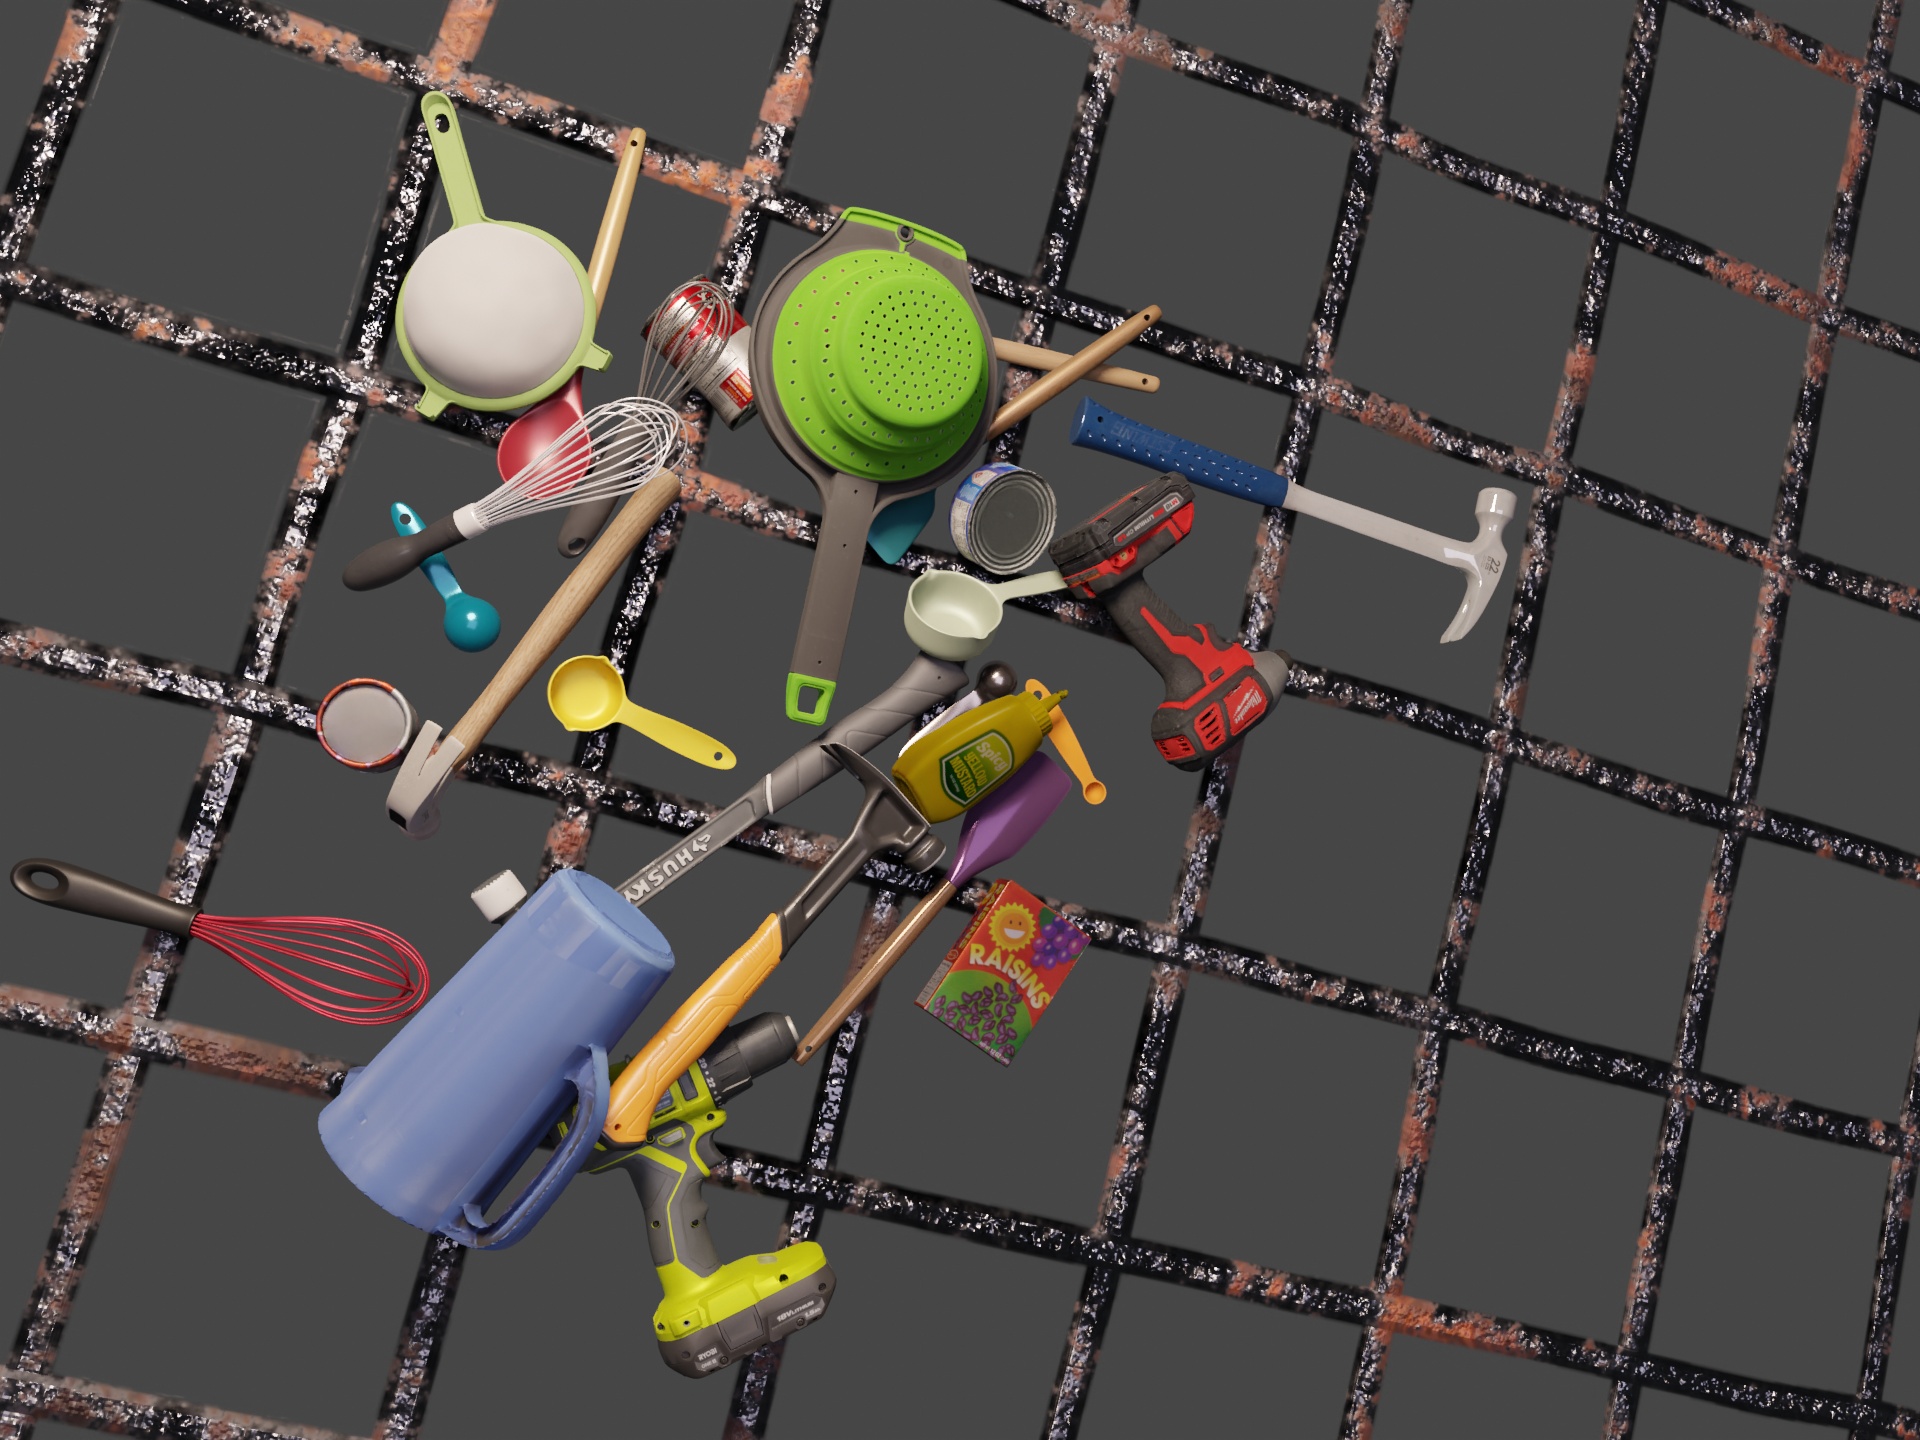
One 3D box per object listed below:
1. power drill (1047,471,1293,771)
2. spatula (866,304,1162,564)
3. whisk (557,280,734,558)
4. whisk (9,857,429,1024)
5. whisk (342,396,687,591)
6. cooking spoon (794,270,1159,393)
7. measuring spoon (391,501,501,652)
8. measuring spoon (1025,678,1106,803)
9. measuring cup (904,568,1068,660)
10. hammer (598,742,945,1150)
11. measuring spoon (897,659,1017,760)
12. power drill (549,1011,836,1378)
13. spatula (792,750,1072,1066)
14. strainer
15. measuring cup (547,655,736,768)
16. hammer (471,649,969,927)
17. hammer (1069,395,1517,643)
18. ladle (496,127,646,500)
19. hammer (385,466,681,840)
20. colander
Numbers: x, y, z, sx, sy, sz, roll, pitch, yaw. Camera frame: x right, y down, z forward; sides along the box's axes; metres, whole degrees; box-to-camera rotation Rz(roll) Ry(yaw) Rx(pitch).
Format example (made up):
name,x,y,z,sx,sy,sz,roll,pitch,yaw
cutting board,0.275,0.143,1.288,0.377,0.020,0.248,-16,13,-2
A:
name,x,y,z,sx,sy,sz,roll,pitch,yaw
power drill,0.182,-0.083,1.301,0.143,0.078,0.219,-35,99,-26
spatula,0.041,-0.246,1.289,0.317,0.044,0.082,-37,97,-8
whisk,-0.241,-0.222,1.188,0.055,0.055,0.239,31,105,-10
whisk,-0.521,0.151,1.123,0.295,0.073,0.073,18,82,-6
whisk,-0.328,-0.159,1.156,0.284,0.070,0.070,-24,92,9
cooking spoon,0.014,-0.309,1.310,0.318,0.017,0.069,10,87,-12
measuring spoon,-0.390,-0.109,1.191,0.042,0.021,0.128,-33,93,-14
measuring spoon,0.085,0.018,1.308,0.021,0.011,0.117,-30,90,-15
measuring cup,0.029,-0.091,1.287,0.167,0.038,0.083,-16,54,-33
hammer,-0.155,0.170,1.167,0.127,0.034,0.337,48,67,-17
measuring spoon,-0.002,-0.004,1.282,0.124,0.018,0.034,-40,96,-13
power drill,-0.180,0.343,1.181,0.190,0.080,0.228,-22,88,-14
spatula,-0.027,0.147,1.264,0.060,0.018,0.316,42,76,-4
strainer,-0.366,-0.361,1.184,0.151,0.069,0.256,-17,84,-4
measuring cup,-0.244,0.000,1.223,0.156,0.029,0.062,28,84,-22
hammer,-0.160,0.073,1.226,0.409,0.036,0.149,-36,100,-15
hammer,0.284,-0.185,1.358,0.405,0.035,0.144,17,82,-12
ladle,-0.290,-0.315,1.231,0.069,0.031,0.315,14,80,-5
hammer,-0.310,-0.059,1.173,0.031,0.130,0.331,34,70,-4
colander,-0.066,-0.190,1.191,0.204,0.094,0.397,12,88,-23
